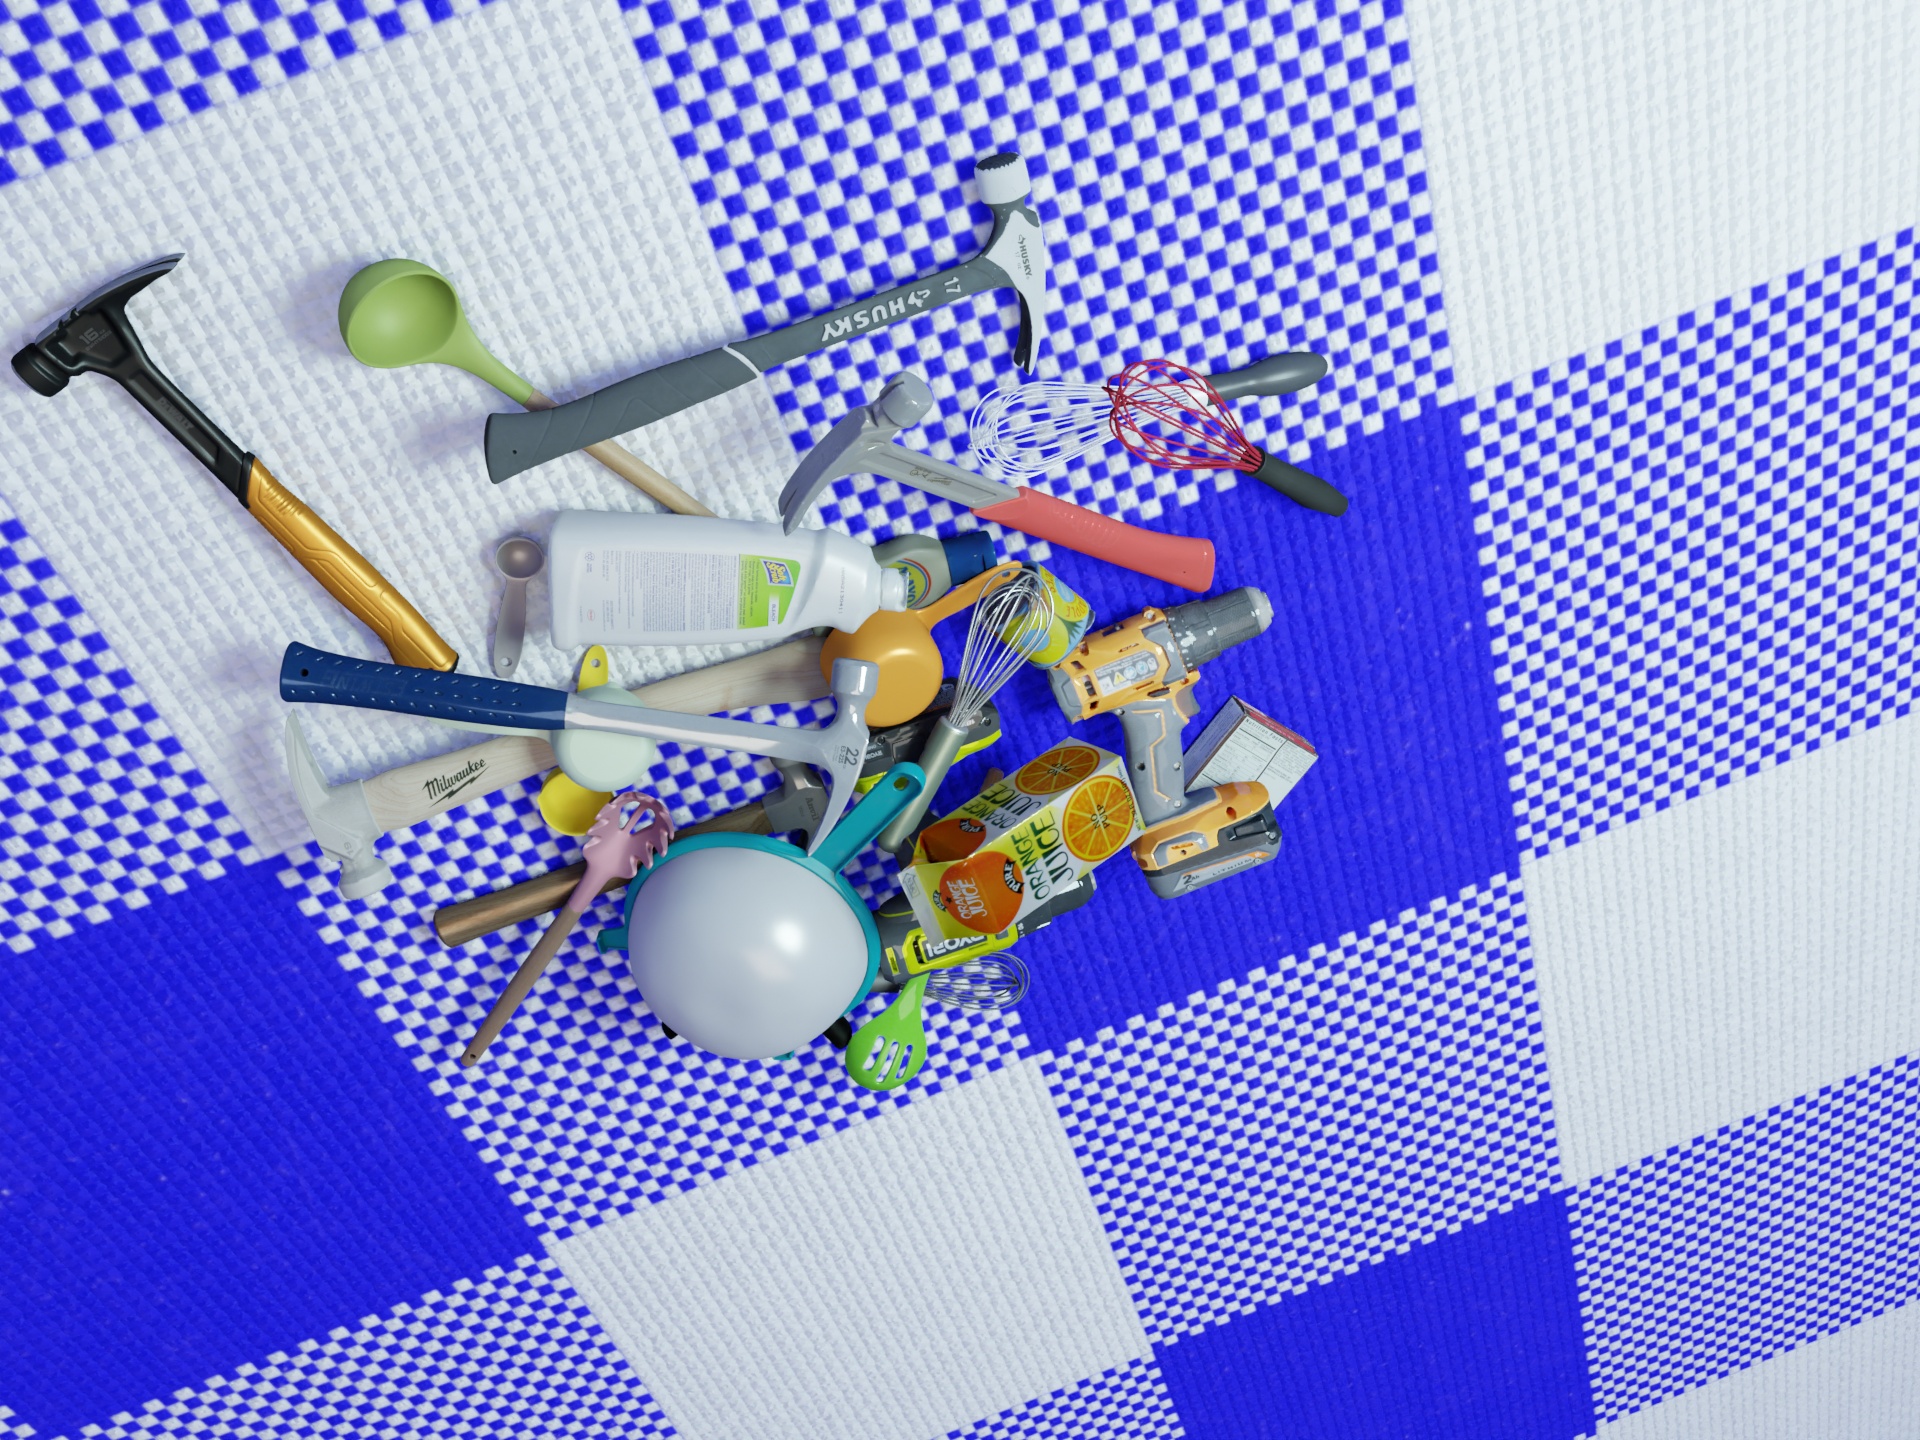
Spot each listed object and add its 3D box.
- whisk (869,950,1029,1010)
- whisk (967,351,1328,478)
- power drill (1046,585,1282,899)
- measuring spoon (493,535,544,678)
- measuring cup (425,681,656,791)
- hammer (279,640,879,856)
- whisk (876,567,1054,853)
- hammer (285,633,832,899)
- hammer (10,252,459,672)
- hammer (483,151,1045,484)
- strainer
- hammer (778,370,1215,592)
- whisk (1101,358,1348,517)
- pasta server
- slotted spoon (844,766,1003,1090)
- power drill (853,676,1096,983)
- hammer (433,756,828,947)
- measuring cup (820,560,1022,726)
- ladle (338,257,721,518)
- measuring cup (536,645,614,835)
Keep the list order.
[{"bbox_3d":[-0.056,0.227,1.404,0.239,0.055,0.055,2,120,-10],"label":"whisk"},{"bbox_3d":[0.141,-0.233,1.171,0.284,0.070,0.070,-15,123,-10],"label":"whisk"},{"bbox_3d":[0.190,0.011,1.288,0.185,0.084,0.226,-22,106,6],"label":"power drill"},{"bbox_3d":[-0.329,-0.084,1.168,0.034,0.018,0.124,5,126,-19],"label":"measuring spoon"},{"bbox_3d":[-0.303,0.009,1.151,0.167,0.038,0.083,9,102,-20],"label":"measuring cup"},{"bbox_3d":[-0.267,0.001,1.121,0.405,0.035,0.144,8,93,-5],"label":"hammer"},{"bbox_3d":[-0.002,-0.004,1.189,0.059,0.058,0.246,33,107,13],"label":"whisk"},{"bbox_3d":[-0.287,0.000,1.194,0.410,0.038,0.146,-19,110,-9],"label":"hammer"},{"bbox_3d":[-0.459,-0.150,1.080,0.127,0.034,0.336,-33,123,8],"label":"hammer"},{"bbox_3d":[-0.128,-0.246,1.078,0.409,0.036,0.149,-23,125,-8],"label":"hammer"},{"bbox_3d":[-0.137,0.158,1.212,0.211,0.095,0.340,35,124,-14],"label":"strainer"},{"bbox_3d":[0.049,-0.145,1.159,0.358,0.037,0.149,14,141,-38],"label":"hammer"},{"bbox_3d":[0.203,-0.196,1.166,0.295,0.073,0.073,14,118,-45],"label":"whisk"},{"bbox_3d":[-0.322,0.172,1.270,0.060,0.040,0.316,32,111,-16],"label":"pasta server"},{"bbox_3d":[-0.024,0.185,1.361,0.070,0.031,0.313,18,101,-14],"label":"slotted spoon"},{"bbox_3d":[-0.001,0.088,1.287,0.190,0.080,0.228,-18,112,-6],"label":"power drill"},{"bbox_3d":[-0.264,0.117,1.293,0.331,0.031,0.130,-20,123,-2],"label":"hammer"},{"bbox_3d":[-0.021,-0.059,1.191,0.173,0.052,0.095,-31,137,6],"label":"measuring cup"},{"bbox_3d":[-0.273,-0.201,1.085,0.319,0.062,0.078,34,109,-32],"label":"ladle"},{"bbox_3d":[-0.291,0.013,1.233,0.062,0.029,0.156,6,107,-18],"label":"measuring cup"}]
